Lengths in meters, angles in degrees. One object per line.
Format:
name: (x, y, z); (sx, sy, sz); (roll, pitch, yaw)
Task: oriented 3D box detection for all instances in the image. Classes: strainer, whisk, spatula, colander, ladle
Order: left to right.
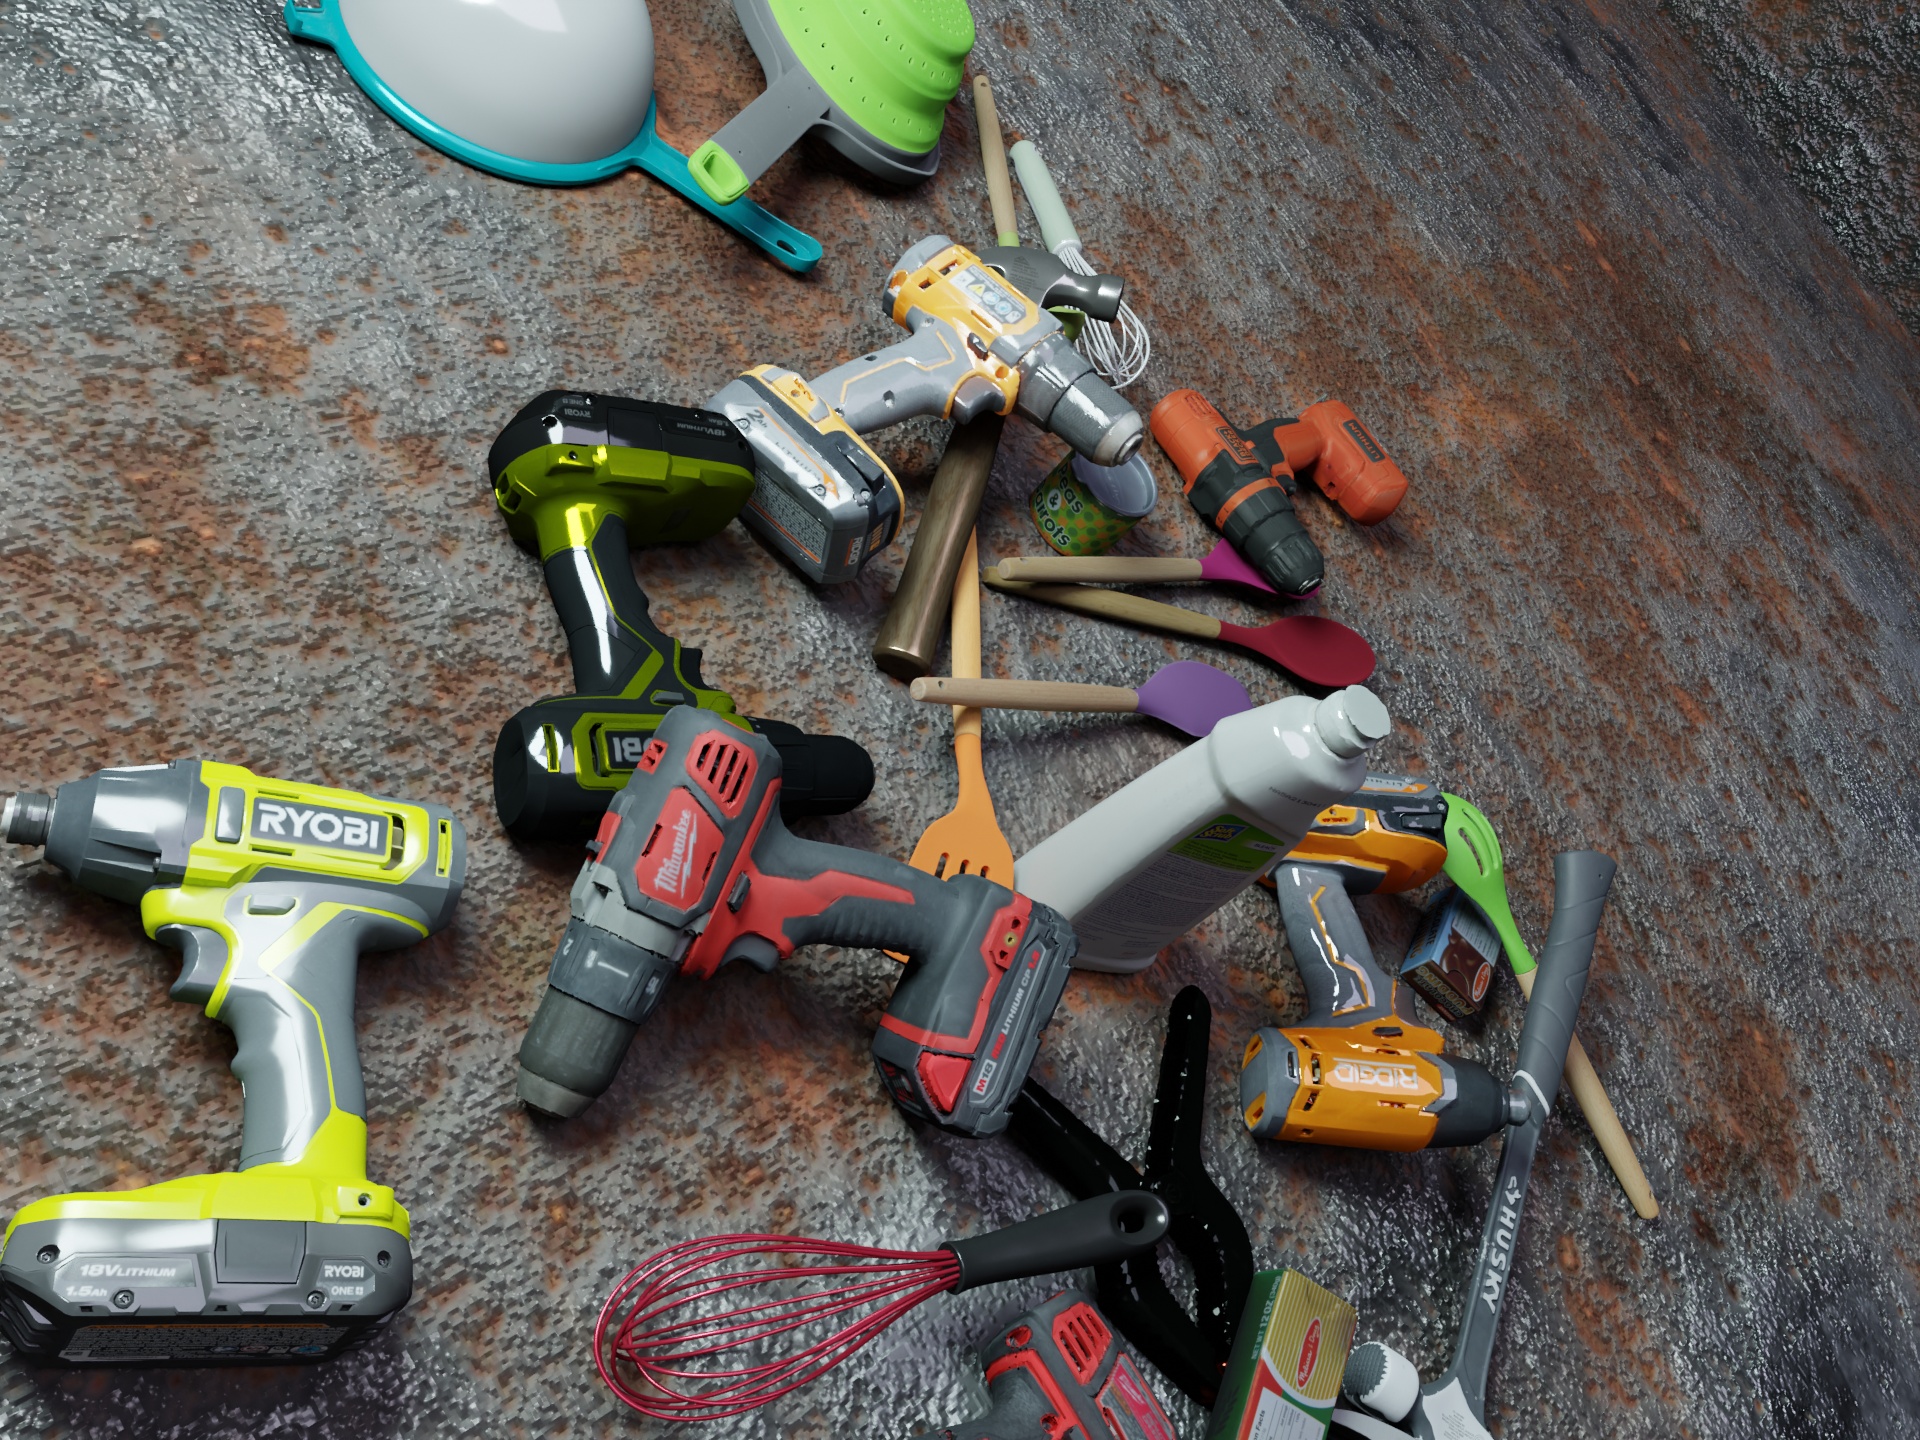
strainer: (-0.217, -0.405, 0.983); (0.340, 0.095, 0.211); (32, 48, -13)
colander: (-0.077, -0.442, 1.058); (0.204, 0.094, 0.397); (47, 36, -19)
whisk: (-0.021, 0.248, 0.711); (0.295, 0.073, 0.073); (-1, 63, -33)
spatula: (-0.001, -0.003, 0.929); (0.081, 0.041, 0.323); (20, 48, -24)
ladle: (0.035, -0.385, 1.181); (0.078, 0.062, 0.320); (2, 56, -13)
whisk: (0.082, -0.347, 1.199); (0.057, 0.059, 0.247); (42, 26, -61)
spatula: (0.087, -0.015, 0.981); (0.315, 0.018, 0.060); (1, 60, -45)
ladle: (0.152, -0.066, 1.077); (0.315, 0.031, 0.069); (11, 44, -28)

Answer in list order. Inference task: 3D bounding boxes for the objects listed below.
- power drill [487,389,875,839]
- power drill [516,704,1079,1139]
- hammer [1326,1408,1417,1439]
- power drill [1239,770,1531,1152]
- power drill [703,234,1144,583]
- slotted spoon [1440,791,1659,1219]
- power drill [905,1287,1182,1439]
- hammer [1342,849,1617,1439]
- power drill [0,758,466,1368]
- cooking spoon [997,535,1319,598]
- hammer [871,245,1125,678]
power drill: (-0.147, -0.046, 0.815); (0.190, 0.080, 0.229); (1, 64, -34)
power drill: (-0.077, 0.120, 0.734); (0.226, 0.080, 0.188); (29, 78, -22)
hammer: (0.164, 0.481, 0.725); (0.146, 0.035, 0.335); (41, 47, -8)
power drill: (0.247, 0.144, 0.945); (0.164, 0.084, 0.227); (8, 56, -6)
power drill: (-0.017, -0.174, 0.933); (0.185, 0.084, 0.226); (42, 61, 12)
slotted spoon: (0.385, 0.186, 1.048); (0.070, 0.031, 0.314); (-27, 90, -46)
power drill: (0.012, 0.345, 0.665); (0.219, 0.078, 0.143); (-12, 58, -43)
hammer: (0.345, 0.246, 0.959); (0.149, 0.036, 0.409); (37, 58, -14)
power drill: (-0.285, 0.122, 0.609); (0.171, 0.080, 0.223); (13, 52, -30)
cooking spoon: (0.142, -0.102, 1.083); (0.318, 0.017, 0.069); (-4, 50, -43)
hammer: (0.005, -0.171, 0.995); (0.130, 0.031, 0.331); (16, 62, 3)
